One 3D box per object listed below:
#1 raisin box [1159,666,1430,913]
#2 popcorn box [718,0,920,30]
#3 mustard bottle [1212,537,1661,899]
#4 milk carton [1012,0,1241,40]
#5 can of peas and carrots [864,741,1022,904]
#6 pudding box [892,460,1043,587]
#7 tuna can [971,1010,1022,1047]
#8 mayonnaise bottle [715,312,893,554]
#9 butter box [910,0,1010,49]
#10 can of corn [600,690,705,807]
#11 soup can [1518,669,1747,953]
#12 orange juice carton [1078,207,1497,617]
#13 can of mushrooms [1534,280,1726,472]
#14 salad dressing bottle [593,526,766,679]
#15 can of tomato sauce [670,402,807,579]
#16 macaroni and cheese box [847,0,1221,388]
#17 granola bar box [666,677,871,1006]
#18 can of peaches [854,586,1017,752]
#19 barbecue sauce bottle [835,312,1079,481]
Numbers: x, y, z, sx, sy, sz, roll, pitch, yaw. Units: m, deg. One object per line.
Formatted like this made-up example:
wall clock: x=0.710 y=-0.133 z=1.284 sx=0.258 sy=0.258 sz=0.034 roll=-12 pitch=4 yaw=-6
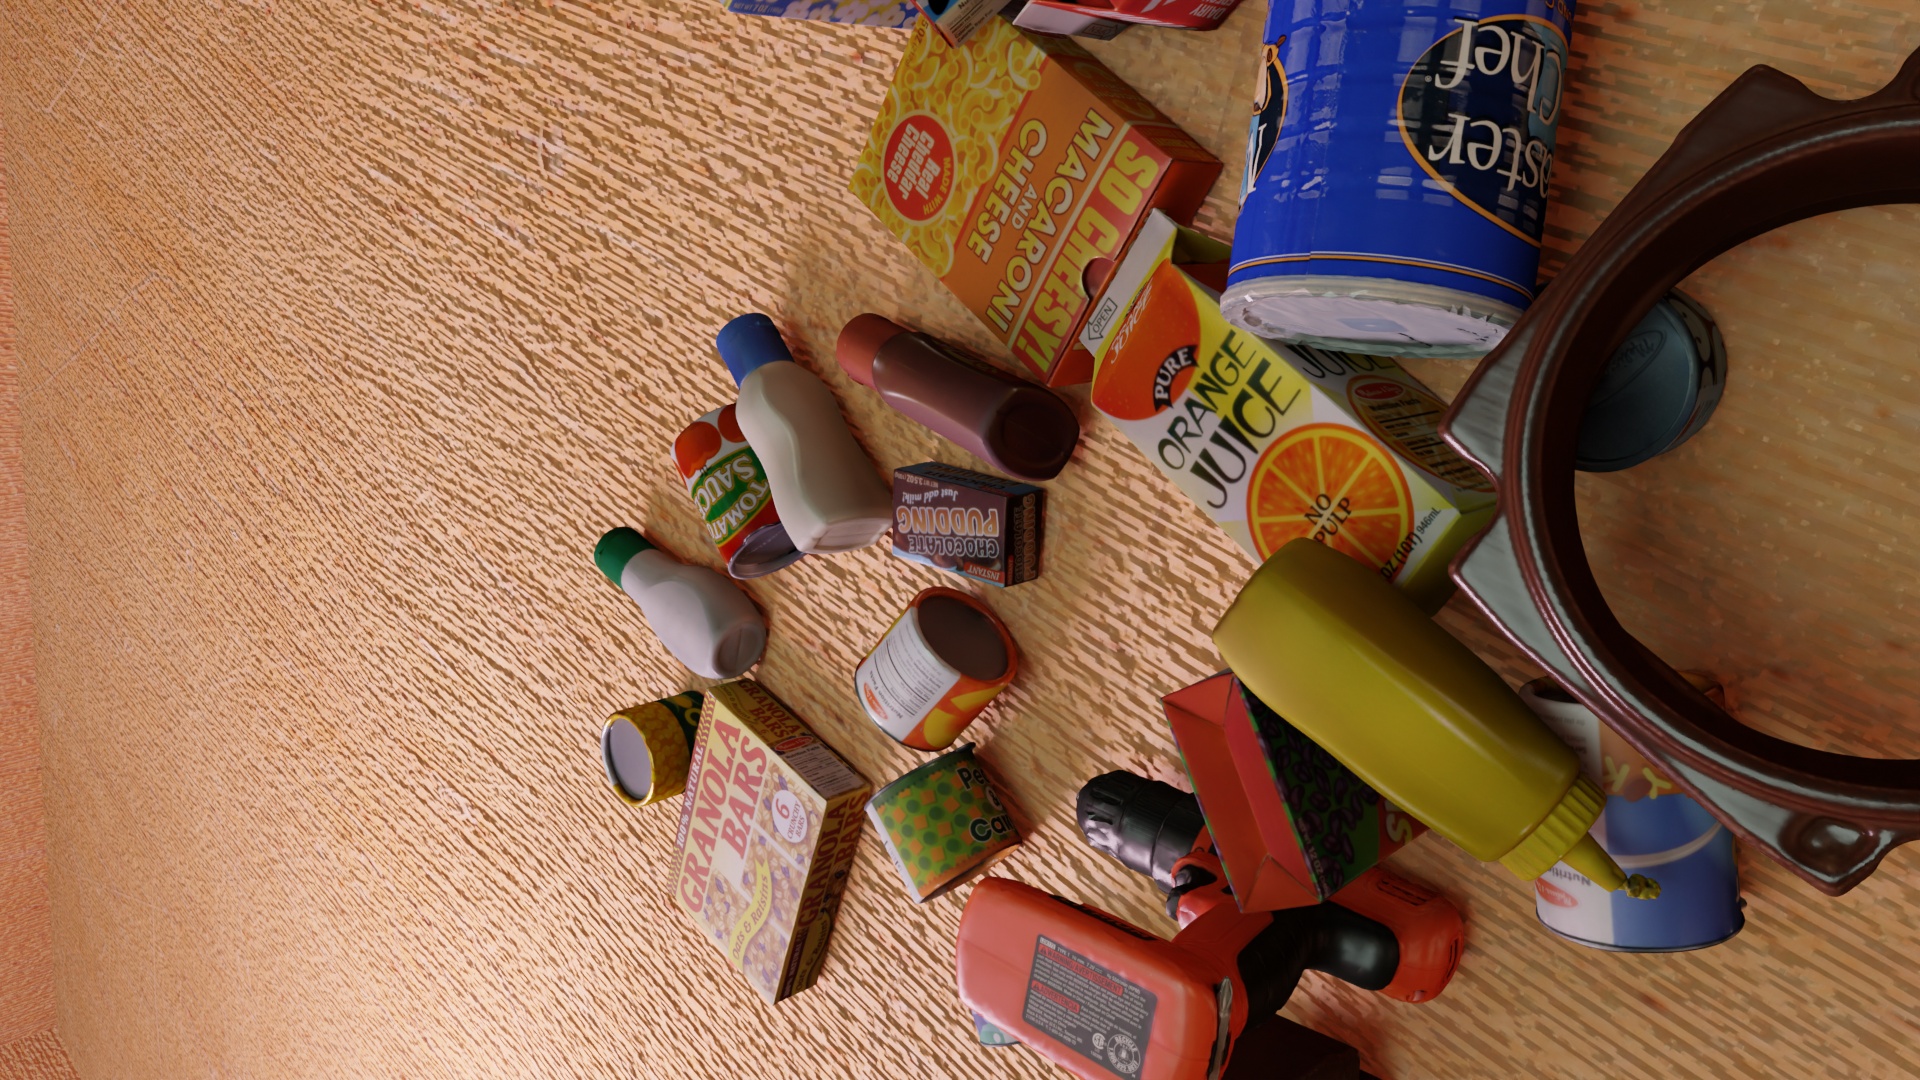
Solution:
raisin box: x=0.141 y=0.080 z=0.534 sx=0.040 sy=0.124 sz=0.086 roll=-28 pitch=79 yaw=44
popcorn box: x=-0.052 y=-0.287 z=0.647 sx=0.038 sy=0.127 sz=0.084 roll=56 pitch=132 yaw=16
mustard bottle: x=0.160 y=0.065 z=0.461 sx=0.160 sy=0.065 sz=0.048 roll=42 pitch=122 yaw=17
milk carton: x=0.098 y=-0.268 z=0.542 sx=0.189 sy=0.072 sz=0.073 roll=-42 pitch=69 yaw=40
can of peas and carrots: x=-0.007 y=0.150 z=0.737 sx=0.070 sy=0.071 sz=0.059 roll=-46 pitch=67 yaw=40
pudding box: x=0.003 y=-0.009 z=0.719 sx=0.084 sy=0.030 sz=0.049 roll=16 pitch=111 yaw=42
tuna can: x=0.036 y=0.231 z=0.712 sx=0.071 sy=0.071 sz=0.033 roll=-24 pitch=80 yaw=45
mayonnaise bottle: x=-0.093 y=-0.062 z=0.782 sx=0.041 sy=0.065 sz=0.148 roll=-47 pitch=62 yaw=36
butter box: x=0.019 y=-0.274 z=0.619 sx=0.103 sy=0.024 sz=0.053 roll=-40 pitch=65 yaw=9
can of corn: x=-0.197 y=0.139 z=0.927 sx=0.071 sy=0.058 sz=0.071 roll=12 pitch=107 yaw=43
soup can: x=0.236 y=0.091 z=0.486 sx=0.071 sy=0.071 sz=0.083 roll=-2 pitch=96 yaw=45
orange juice carton: x=0.125 y=-0.052 z=0.559 sx=0.193 sy=0.073 sz=0.071 roll=48 pitch=128 yaw=27
can of mushrooms: x=0.226 y=-0.060 z=0.485 sx=0.071 sy=0.033 sz=0.071 roll=12 pitch=108 yaw=43
salad dressing bottle: x=-0.187 y=0.037 z=0.908 sx=0.148 sy=0.044 sz=0.064 roll=32 pitch=122 yaw=37
can of tomato sauce: x=-0.124 y=-0.030 z=0.812 sx=0.071 sy=0.071 sz=0.083 roll=-47 pitch=65 yaw=40
macaroni and cheese box: x=0.027 y=-0.171 z=0.654 sx=0.167 sy=0.040 sz=0.123 roll=49 pitch=129 yaw=27
granola bar box: x=-0.125 y=0.189 z=0.880 sx=0.124 sy=0.039 sz=0.164 roll=35 pitch=121 yaw=34
can of peaches: x=-0.011 y=0.066 z=0.723 sx=0.071 sy=0.071 sz=0.057 roll=54 pitch=125 yaw=22
barbecue sauce bottle: x=-0.009 y=-0.077 z=0.697 sx=0.149 sy=0.065 sz=0.043 roll=33 pitch=95 yaw=45
